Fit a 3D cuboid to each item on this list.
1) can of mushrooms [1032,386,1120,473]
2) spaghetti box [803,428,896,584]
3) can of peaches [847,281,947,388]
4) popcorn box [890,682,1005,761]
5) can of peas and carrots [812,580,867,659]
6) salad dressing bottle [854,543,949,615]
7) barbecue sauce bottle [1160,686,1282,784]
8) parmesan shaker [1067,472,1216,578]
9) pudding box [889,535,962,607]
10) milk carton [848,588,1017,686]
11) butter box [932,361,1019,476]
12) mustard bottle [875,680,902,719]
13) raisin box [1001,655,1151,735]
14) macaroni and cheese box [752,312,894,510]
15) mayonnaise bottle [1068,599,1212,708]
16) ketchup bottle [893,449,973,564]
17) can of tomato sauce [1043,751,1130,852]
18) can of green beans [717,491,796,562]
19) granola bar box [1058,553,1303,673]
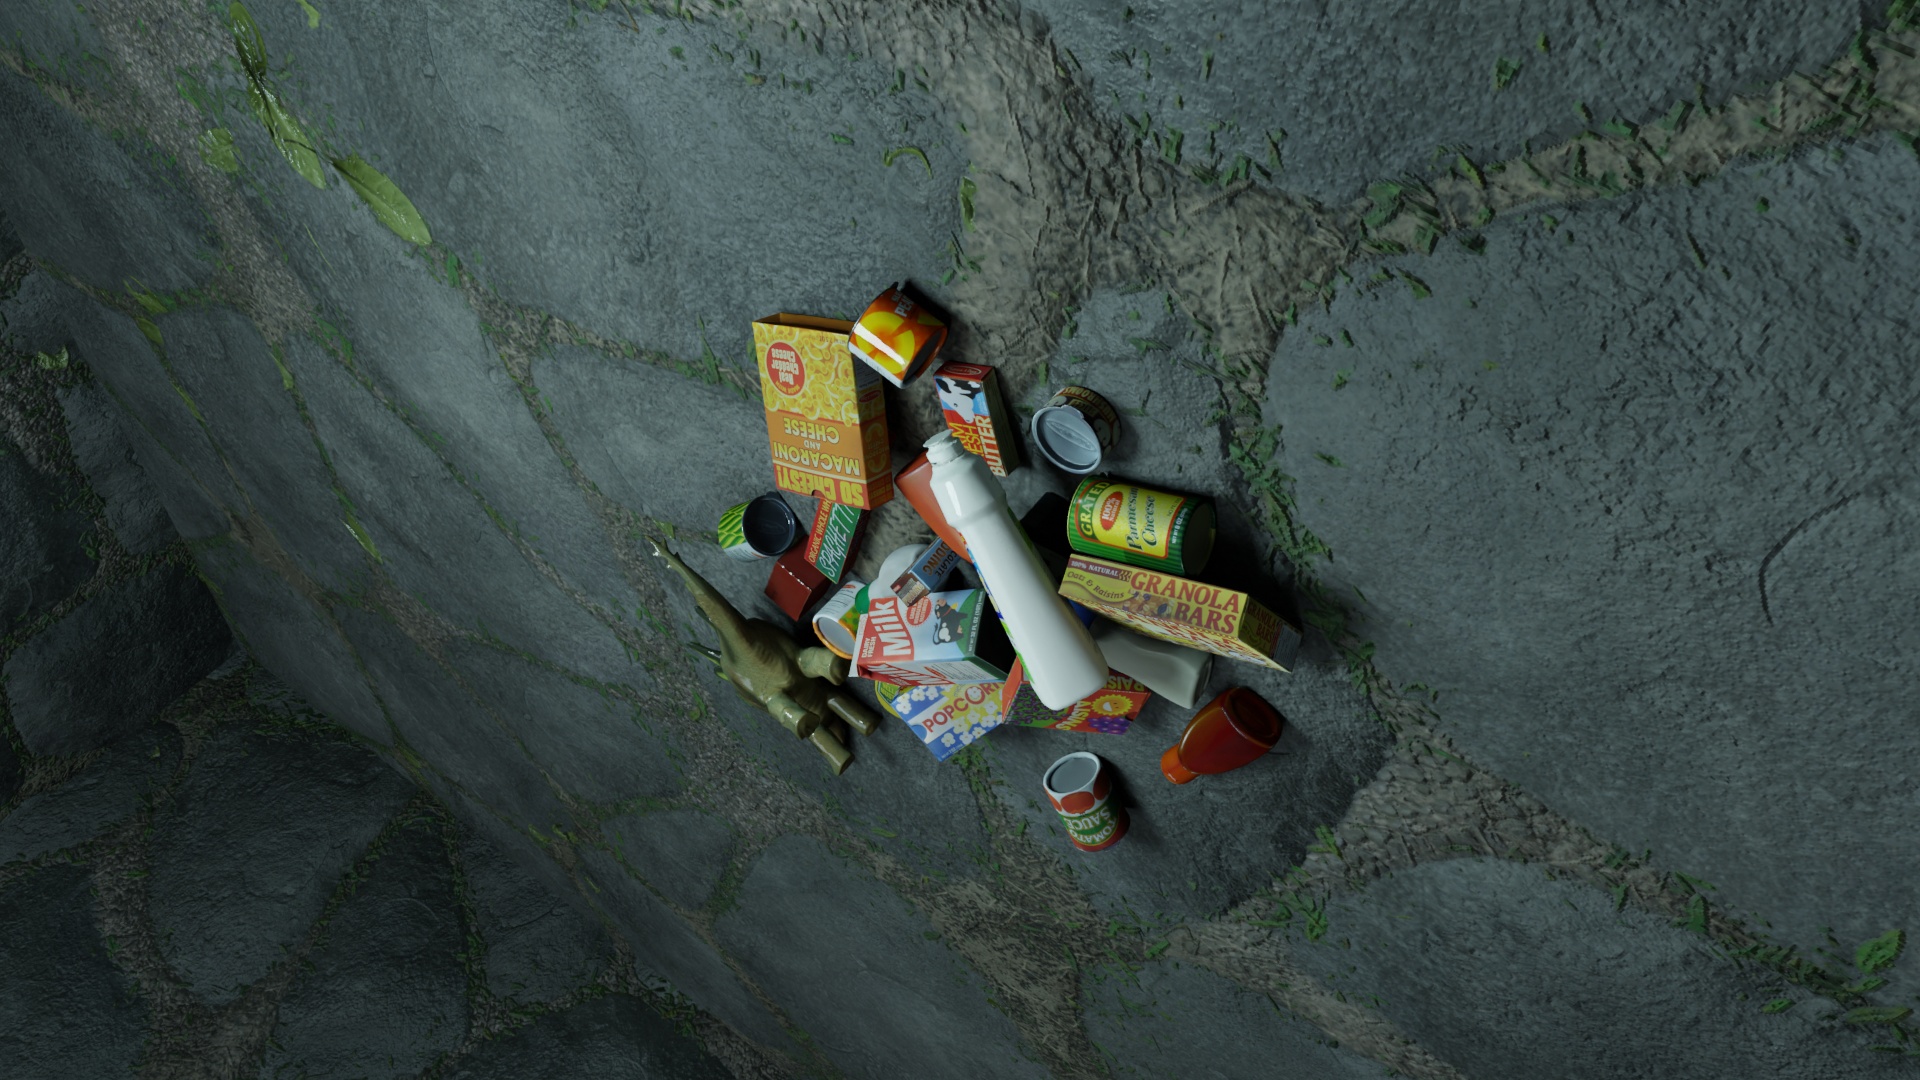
[{"bbox_3d":[0.095,-0.091,1.127,0.071,0.033,0.070,27,143,23],"label":"can of mushrooms"},{"bbox_3d":[-0.115,-0.040,1.399,0.050,0.029,0.248,37,145,10],"label":"spaghetti box"},{"bbox_3d":[-0.051,-0.171,1.161,0.058,0.071,0.071,38,146,8],"label":"can of peaches"},{"bbox_3d":[0.004,0.160,1.435,0.126,0.038,0.085,-36,102,21],"label":"popcorn box"},{"bbox_3d":[-0.117,0.089,1.514,0.071,0.059,0.070,27,143,23],"label":"can of peas and carrots"},{"bbox_3d":[-0.064,0.046,1.428,0.064,0.044,0.147,39,148,-13],"label":"salad dressing bottle"},{"bbox_3d":[0.233,0.187,1.279,0.065,0.044,0.147,41,147,3],"label":"barbecue sauce bottle"},{"bbox_3d":[0.148,-0.015,1.128,0.103,0.072,0.071,14,136,32],"label":"parmesan shaker"},{"bbox_3d":[-0.024,0.022,1.325,0.030,0.084,0.049,46,146,-5],"label":"pudding box"},{"bbox_3d":[-0.034,0.099,1.383,0.190,0.072,0.073,-8,151,37],"label":"milk carton"},{"bbox_3d":[0.014,-0.104,1.202,0.053,0.024,0.103,13,136,35],"label":"butter box"},{"bbox_3d":[-0.060,0.133,1.513,0.065,0.049,0.159,26,143,21],"label":"mustard bottle"},{"bbox_3d":[0.107,0.144,1.309,0.123,0.040,0.085,6,143,-9],"label":"raisin box"},{"bbox_3d":[-0.126,-0.119,1.274,0.124,0.040,0.165,13,119,37],"label":"macaroni and cheese box"},{"bbox_3d":[0.155,0.095,1.262,0.148,0.041,0.064,28,143,23],"label":"mayonnaise bottle"},{"bbox_3d":[0.005,-0.016,1.290,0.064,0.044,0.148,-25,108,46],"label":"ketchup bottle"},{"bbox_3d":[0.132,0.274,1.453,0.071,0.071,0.082,1,128,45],"label":"can of tomato sauce"},{"bbox_3d":[-0.221,-0.012,1.503,0.057,0.071,0.071,-14,117,52],"label":"can of green beans"},{"bbox_3d":[0.182,0.059,1.144,0.165,0.039,0.124,13,170,36],"label":"granola bar box"}]
